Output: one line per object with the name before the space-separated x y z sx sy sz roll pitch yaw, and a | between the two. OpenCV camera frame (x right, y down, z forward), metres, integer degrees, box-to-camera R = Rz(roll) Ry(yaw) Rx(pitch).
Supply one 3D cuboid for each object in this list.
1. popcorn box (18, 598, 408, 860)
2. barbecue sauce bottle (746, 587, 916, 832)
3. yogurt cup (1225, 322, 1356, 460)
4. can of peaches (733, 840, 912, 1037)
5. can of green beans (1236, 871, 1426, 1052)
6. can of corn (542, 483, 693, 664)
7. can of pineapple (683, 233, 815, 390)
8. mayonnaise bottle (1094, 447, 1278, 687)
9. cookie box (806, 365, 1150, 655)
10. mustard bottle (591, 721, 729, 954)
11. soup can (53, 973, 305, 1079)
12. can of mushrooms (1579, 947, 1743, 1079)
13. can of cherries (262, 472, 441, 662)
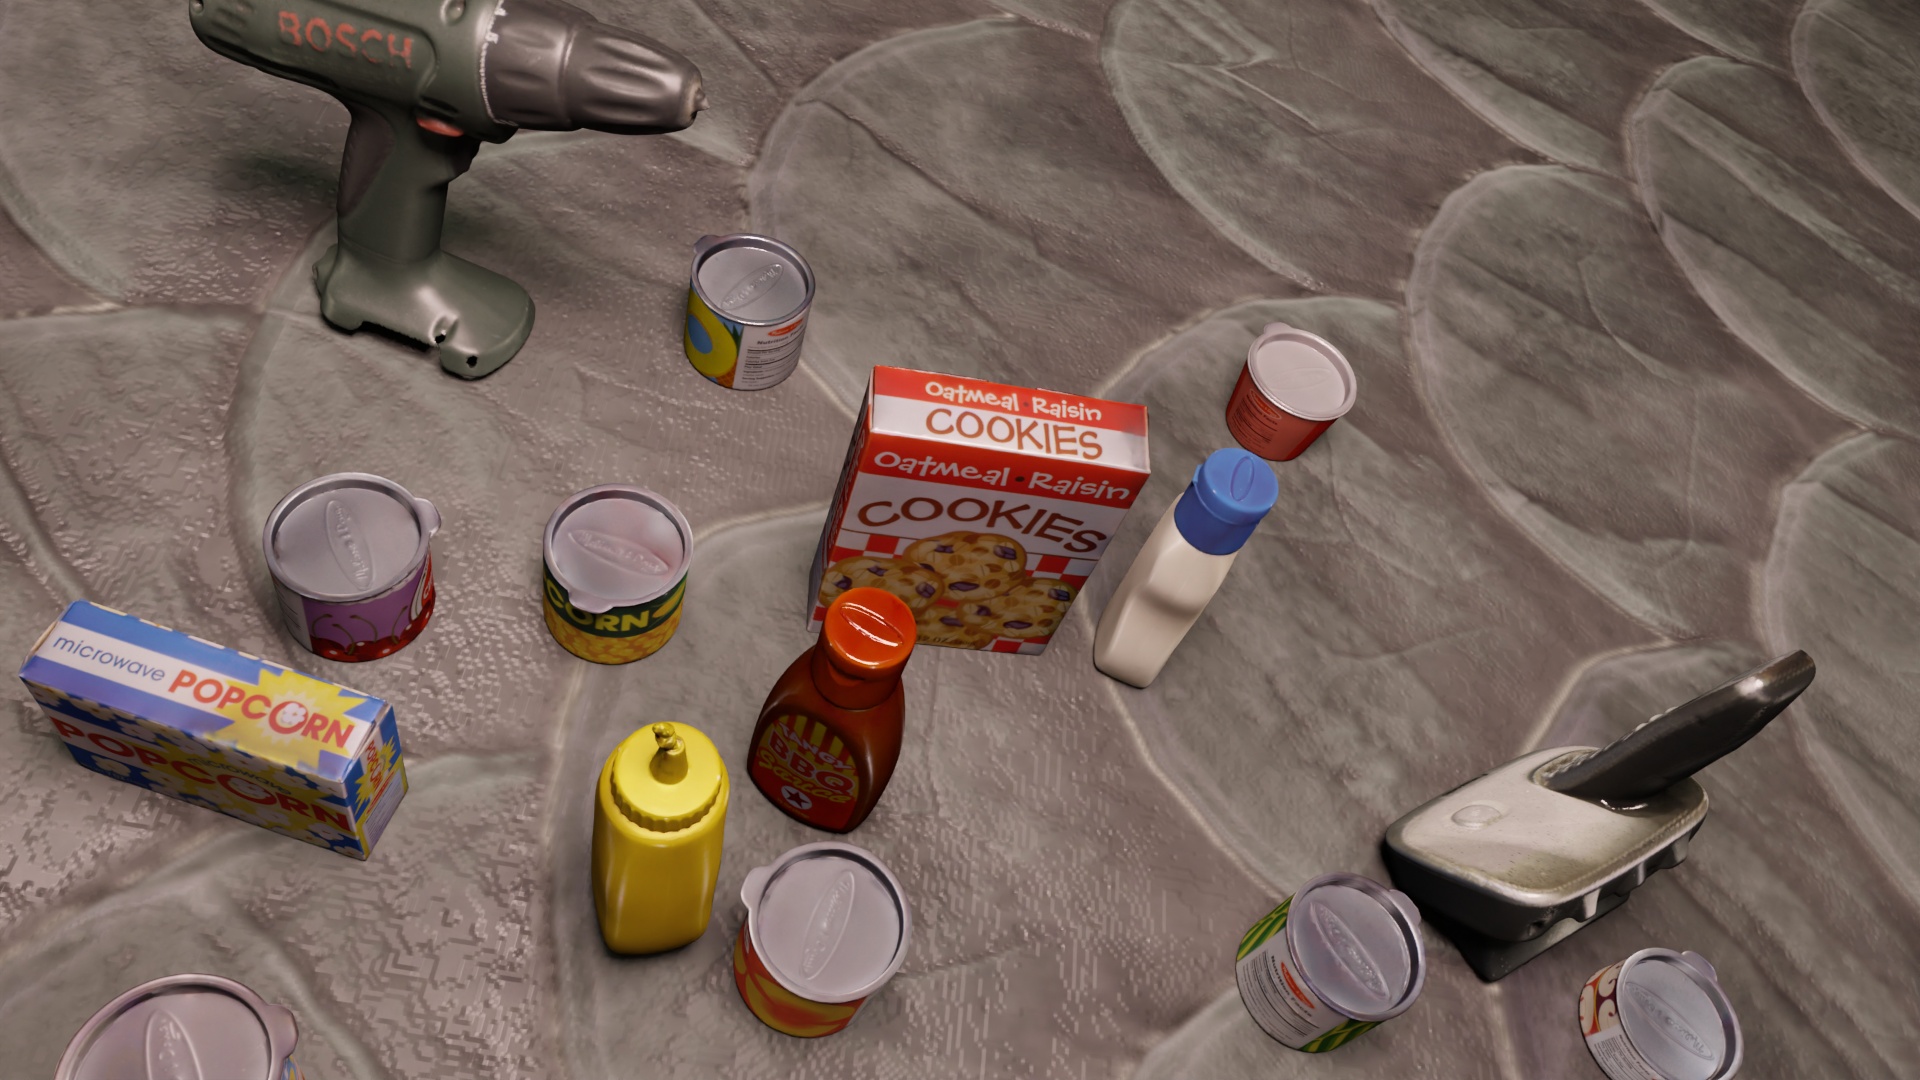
popcorn box | -0.291 0.077 0.552 0.127 0.084 0.038 19 53 -3
barbecue sauce bottle | -0.051 0.072 0.589 0.065 0.147 0.044 31 54 5
yogurt cup | 0.194 -0.084 0.830 0.072 0.053 0.073 8 55 -12
can of peaches | -0.061 0.165 0.578 0.071 0.057 0.071 8 55 -12
can of green beans | 0.166 0.192 0.629 0.071 0.057 0.071 8 55 -12
can of corn | -0.162 0.019 0.648 0.071 0.058 0.071 8 55 -12
can of pineapple | -0.118 -0.126 0.761 0.071 0.057 0.071 8 55 -12
mayonnaise bottle | 0.108 0.013 0.679 0.041 0.147 0.065 25 53 0
cookie box | 0.002 -0.008 0.649 0.123 0.166 0.040 7 55 -12
mustard bottle | -0.116 0.110 0.536 0.049 0.159 0.065 -4 58 -19
soup can | -0.262 0.194 0.481 0.071 0.083 0.072 8 55 -12
can of mushrooms | 0.337 0.232 0.668 0.071 0.033 0.071 8 55 -12
can of cherries | -0.268 0.013 0.620 0.071 0.058 0.072 8 55 -12
